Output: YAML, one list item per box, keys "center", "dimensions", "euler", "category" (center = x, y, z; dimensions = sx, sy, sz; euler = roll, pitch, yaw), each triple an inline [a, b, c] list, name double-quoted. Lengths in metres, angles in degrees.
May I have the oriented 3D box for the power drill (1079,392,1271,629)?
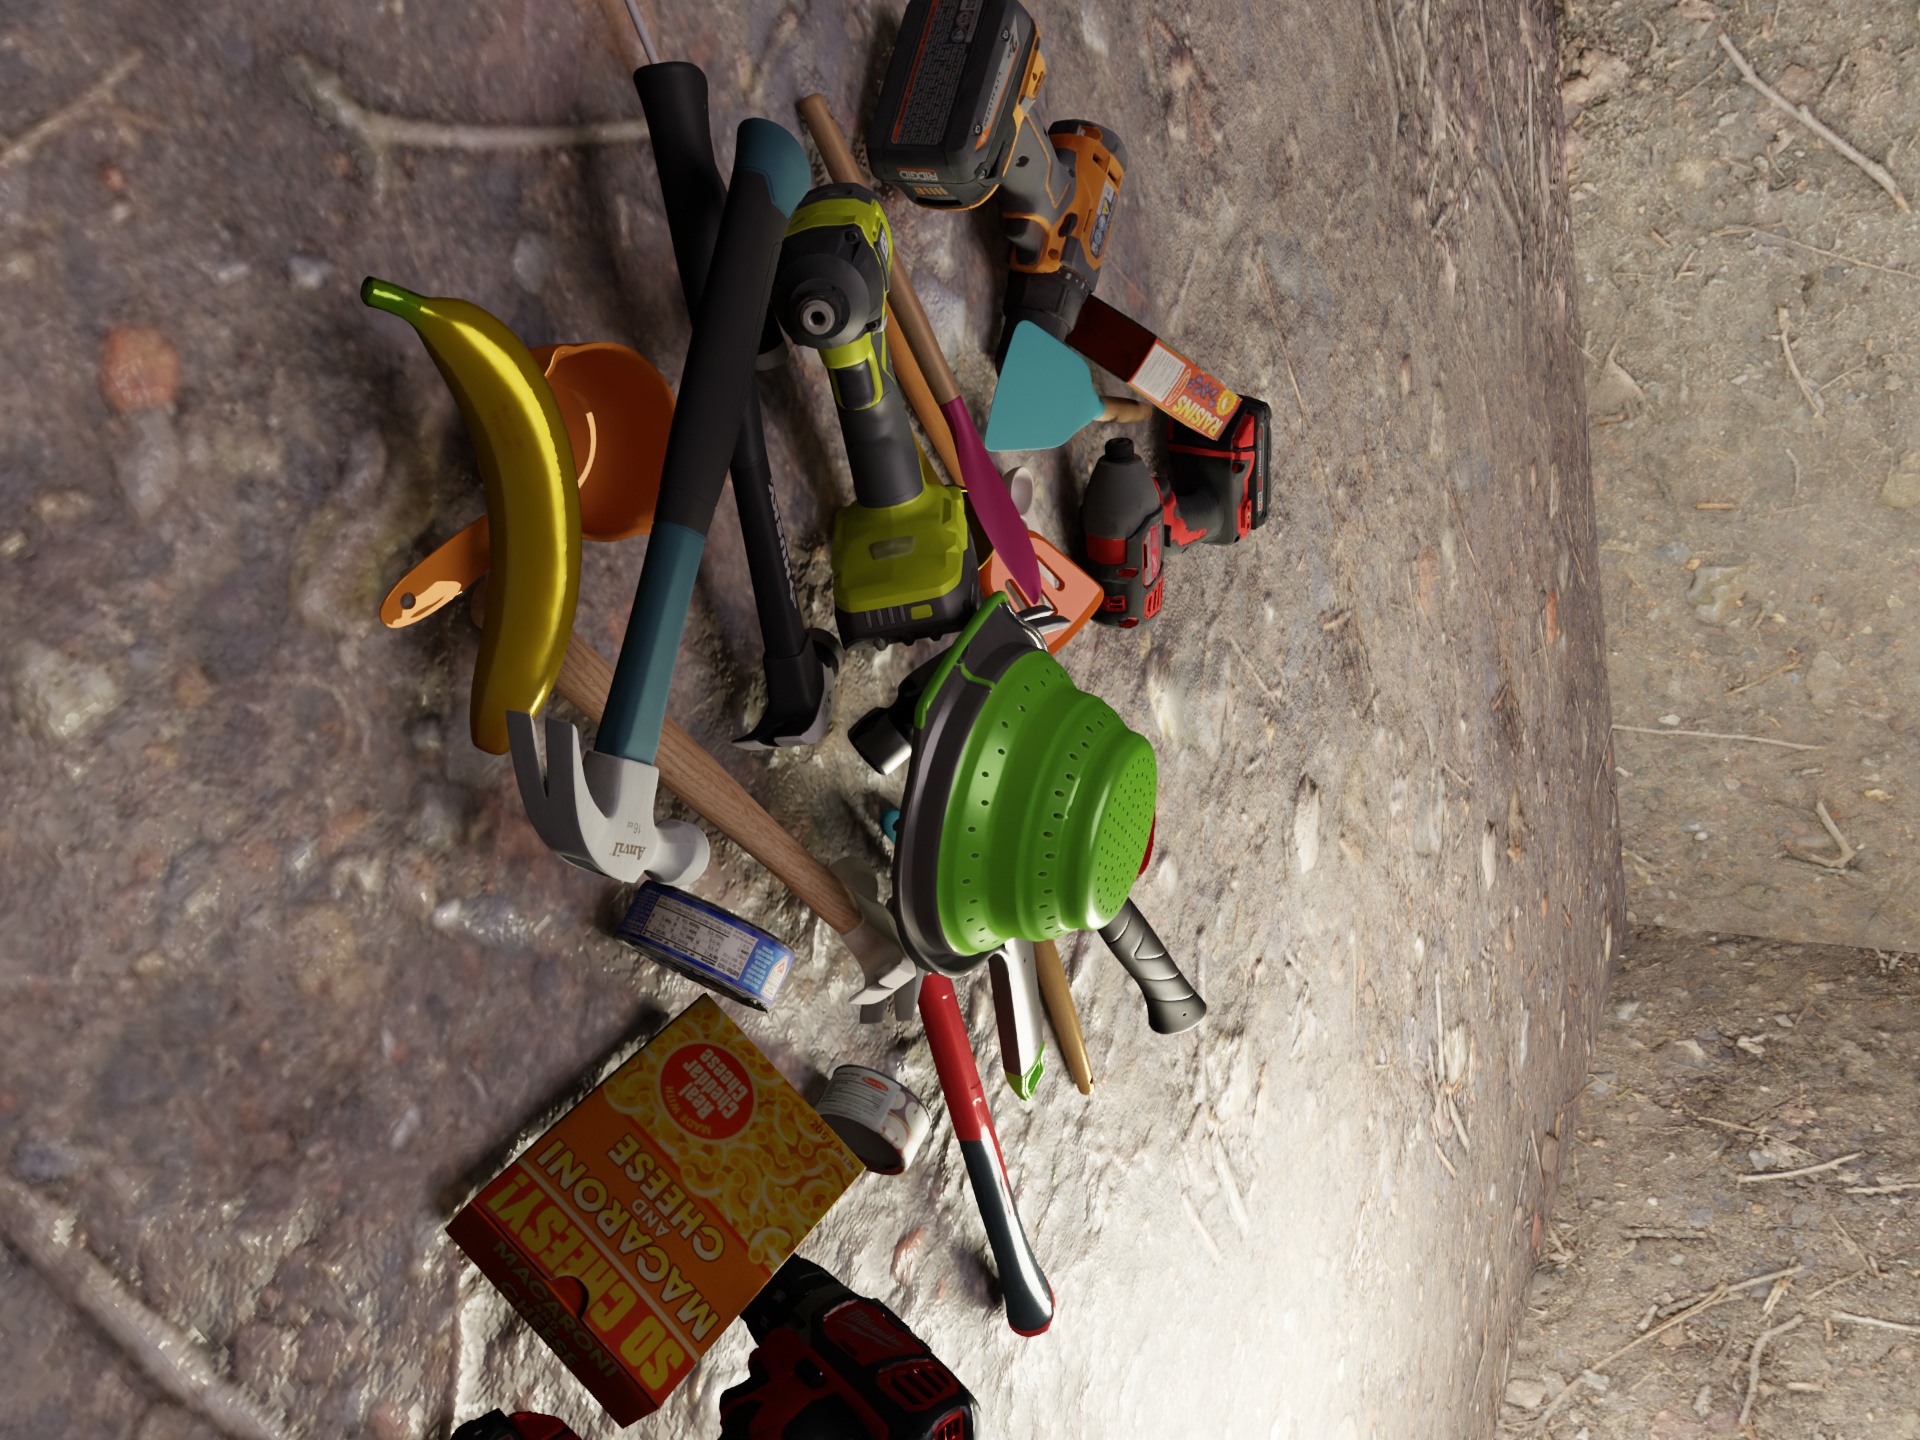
- center: [0.162, -0.174, 1.230]
  dimensions: [0.220, 0.079, 0.143]
  euler: [-40, 133, -45]
  category: "power drill"

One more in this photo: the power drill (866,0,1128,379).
- center: [0.028, -0.327, 1.010]
  dimensions: [0.226, 0.084, 0.185]
  euler: [25, 80, -61]
  category: "power drill"

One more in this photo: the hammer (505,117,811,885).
- center: [-0.117, -0.095, 0.686]
  dimensions: [0.128, 0.033, 0.331]
  euler: [24, 78, -66]
  category: "hammer"

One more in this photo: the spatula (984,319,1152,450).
- center: [0.091, -0.225, 1.121]
  dimensions: [0.317, 0.044, 0.082]
  euler: [-27, 134, -70]
  category: "spatula"

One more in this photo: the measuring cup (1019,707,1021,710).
- center: [-0.002, -0.003, 1.023]
  dimensions: [0.167, 0.038, 0.083]
  euler: [-29, 117, -53]
  category: "measuring cup"

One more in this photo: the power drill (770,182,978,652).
- center: [-0.050, -0.157, 0.847]
  dimensions: [0.171, 0.080, 0.223]
  euler: [-90, 168, -60]
  category: "power drill"

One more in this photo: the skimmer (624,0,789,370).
- center: [-0.125, -0.340, 0.751]
  dimensions: [0.127, 0.090, 0.362]
  euler: [-96, 169, -54]
  category: "skimmer"

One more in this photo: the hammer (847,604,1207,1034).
- center: [0.081, 0.091, 1.066]
  dimensions: [0.149, 0.036, 0.408]
  euler: [-41, 129, -8]
  category: "hammer"

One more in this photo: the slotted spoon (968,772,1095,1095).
- center: [0.059, 0.158, 1.148]
  dimensions: [0.070, 0.031, 0.313]
  euler: [-48, 133, -40]
  category: "slotted spoon"

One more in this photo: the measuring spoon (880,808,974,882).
- center: [-0.011, 0.090, 1.024]
  dimensions: [0.042, 0.021, 0.128]
  euler: [-57, 139, -9]
  category: "measuring spoon"

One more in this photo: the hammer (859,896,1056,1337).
- center: [0.008, 0.279, 1.034]
  dimensions: [0.143, 0.038, 0.386]
  euler: [-75, 154, -57]
  category: "hammer"

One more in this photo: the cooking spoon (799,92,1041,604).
- center: [-0.017, -0.212, 0.933]
  dimensions: [0.318, 0.017, 0.069]
  euler: [63, 19, -17]
  category: "cooking spoon"

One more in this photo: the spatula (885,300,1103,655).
- center: [0.000, -0.170, 1.011]
  dimensions: [0.081, 0.041, 0.322]
  euler: [-44, 131, -15]
  category: "spatula"

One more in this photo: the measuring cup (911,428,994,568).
- center: [-0.031, -0.156, 0.974]
  dimensions: [0.062, 0.029, 0.156]
  euler: [-38, 118, -7]
  category: "measuring cup"

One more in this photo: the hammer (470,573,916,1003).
- center: [-0.121, 0.041, 0.799]
  dimensions: [0.031, 0.130, 0.331]
  euler: [-38, 130, 4]
  category: "hammer"

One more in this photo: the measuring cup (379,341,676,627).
- center: [-0.199, -0.099, 0.695]
  dimensions: [0.174, 0.052, 0.095]
  euler: [-48, 133, -31]
  category: "measuring cup"

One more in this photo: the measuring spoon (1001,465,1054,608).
- center: [0.047, -0.126, 1.119]
  dimensions: [0.034, 0.018, 0.124]
  euler: [-60, 146, -36]
  category: "measuring spoon"

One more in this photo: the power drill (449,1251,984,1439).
- center: [-0.126, 0.335, 0.762]
  dimensions: [0.226, 0.188, 0.080]
  euler: [-15, 118, -38]
  category: "power drill"

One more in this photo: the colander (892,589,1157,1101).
- center: [0.058, 0.111, 0.934]
  dimensions: [0.205, 0.094, 0.396]
  euler: [-57, 151, -39]
  category: "colander"

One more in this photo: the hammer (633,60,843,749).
- center: [-0.108, -0.142, 0.774]
  dimensions: [0.146, 0.035, 0.334]
  euler: [-82, 164, -64]
  category: "hammer"
